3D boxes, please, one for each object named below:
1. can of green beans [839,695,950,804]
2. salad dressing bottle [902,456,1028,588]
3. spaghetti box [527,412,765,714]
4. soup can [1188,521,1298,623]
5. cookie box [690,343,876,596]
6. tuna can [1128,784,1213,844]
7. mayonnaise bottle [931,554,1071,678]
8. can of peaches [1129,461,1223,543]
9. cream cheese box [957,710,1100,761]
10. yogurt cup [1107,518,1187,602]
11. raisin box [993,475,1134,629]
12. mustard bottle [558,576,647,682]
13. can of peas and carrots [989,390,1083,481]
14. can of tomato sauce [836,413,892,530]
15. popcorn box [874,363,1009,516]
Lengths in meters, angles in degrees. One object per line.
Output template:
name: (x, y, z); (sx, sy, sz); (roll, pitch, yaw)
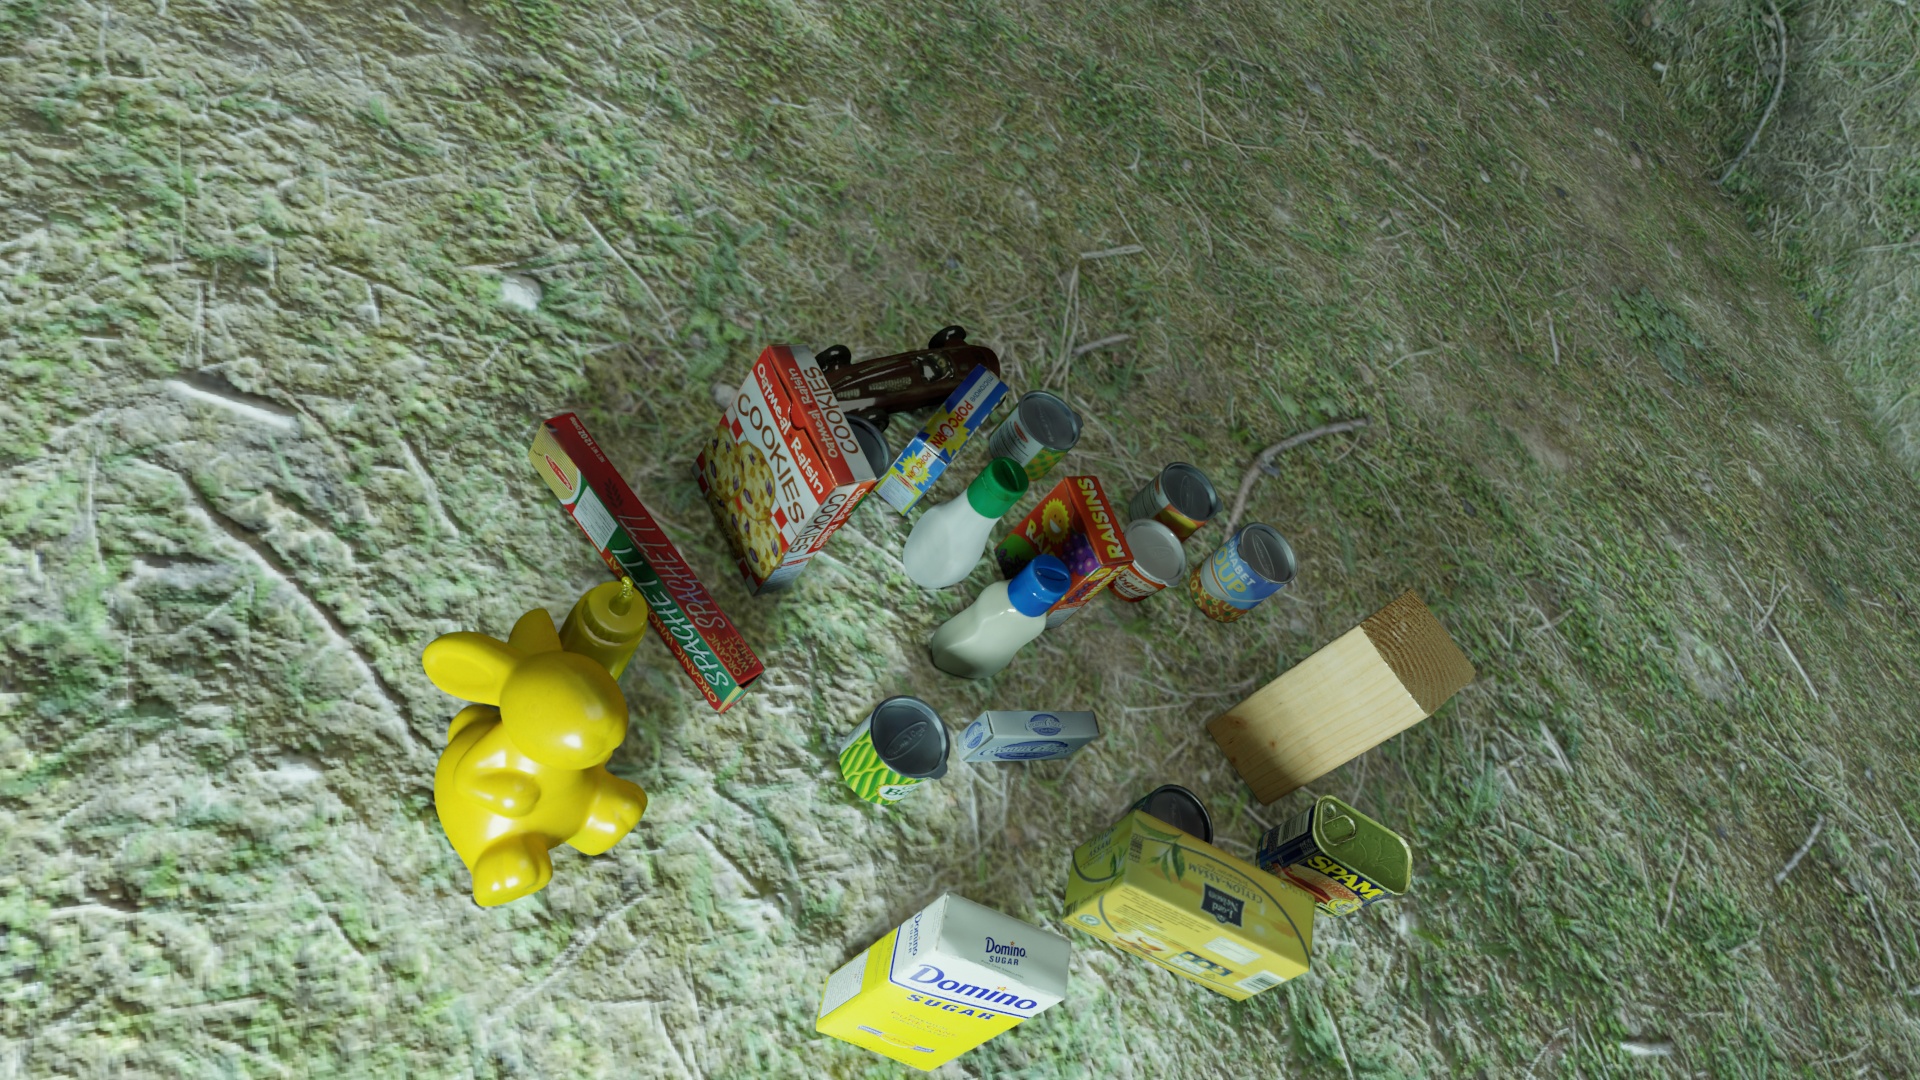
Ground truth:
can of green beans: (-0.050, 0.158, 1.042); (0.071, 0.057, 0.071); (17, 52, -23)
salad dressing bottle: (0.004, -0.014, 1.133); (0.044, 0.147, 0.064); (-5, 63, -35)
spaghetti box: (-0.234, 0.016, 1.027); (0.029, 0.050, 0.250); (-31, 79, -42)
soup can: (0.264, 0.031, 1.311); (0.071, 0.083, 0.072); (17, 52, -23)
cookie box: (-0.139, -0.051, 1.054); (0.040, 0.166, 0.123); (-14, 69, -38)
tuna can: (0.170, 0.237, 1.146); (0.071, 0.032, 0.071); (17, 52, -23)
mayonnaise bottle: (0.035, 0.061, 1.101); (0.065, 0.147, 0.041); (14, 54, -25)
can of peaches: (0.207, -0.032, 1.336); (0.071, 0.057, 0.071); (17, 52, -23)
cream cheese box: (0.054, 0.157, 1.113); (0.104, 0.053, 0.024); (4, 58, -30)
yogurt cup: (0.166, 0.021, 1.276); (0.072, 0.053, 0.073); (17, 52, -23)
raisin box: (0.086, 0.012, 1.184); (0.040, 0.122, 0.086); (-5, 63, -35)
mustard bottle: (-0.239, 0.068, 0.914); (0.049, 0.159, 0.065); (23, 50, -18)
can of peas and carrots: (0.070, -0.097, 1.292); (0.071, 0.058, 0.071); (17, 52, -23)
can of tomato sauce: (-0.104, -0.052, 1.134); (0.071, 0.082, 0.071); (17, 52, -23)
popcorn box: (-0.015, -0.089, 1.214); (0.038, 0.084, 0.127); (40, 47, -3)
